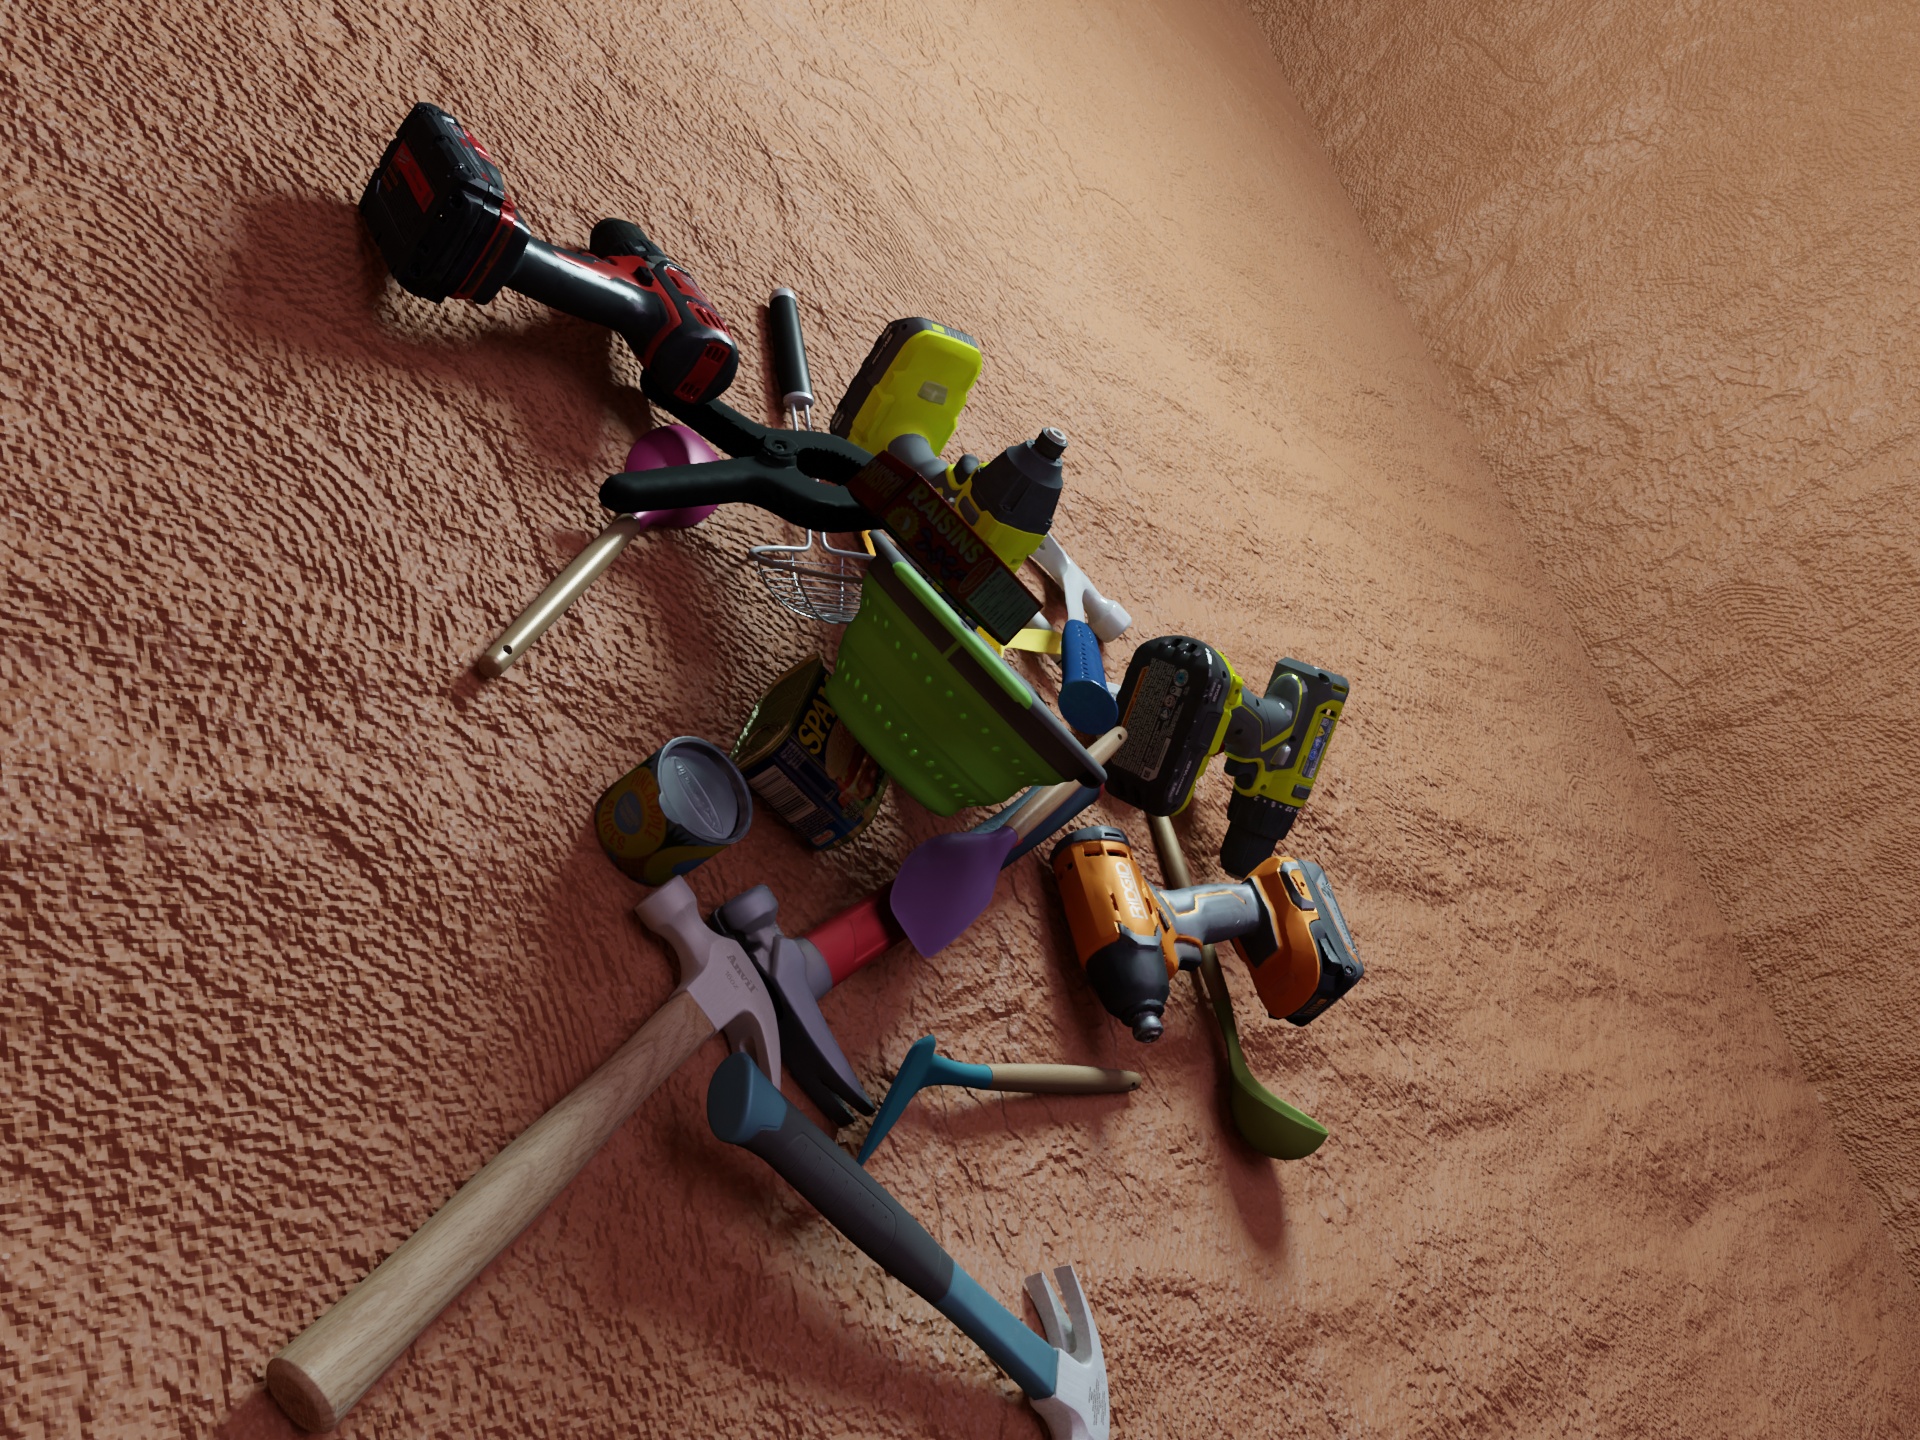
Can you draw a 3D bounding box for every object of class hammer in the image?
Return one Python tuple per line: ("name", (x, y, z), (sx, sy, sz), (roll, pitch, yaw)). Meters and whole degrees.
("hammer", (-0.184, 0.198, 0.738), (0.130, 0.031, 0.331), (54, 32, -4))
("hammer", (0.001, 0.114, 1.033), (0.386, 0.038, 0.143), (-27, 86, -54))
("hammer", (-0.019, 0.291, 0.846), (0.330, 0.033, 0.128), (50, 30, -26))
("hammer", (0.086, -0.074, 1.231), (0.144, 0.035, 0.406), (46, 14, -11))

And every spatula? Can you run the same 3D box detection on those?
("spatula", (0.042, 0.065, 1.068), (0.060, 0.018, 0.316), (58, 37, -3))
("spatula", (0.036, 0.231, 0.995), (0.044, 0.082, 0.317), (30, 8, 38))

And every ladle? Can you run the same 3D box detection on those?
("ladle", (0.209, 0.194, 1.259), (0.078, 0.062, 0.320), (30, 37, -50))

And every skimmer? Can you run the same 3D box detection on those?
("skimmer", (-0.103, -0.210, 1.155), (0.127, 0.090, 0.364), (3, 53, -21))

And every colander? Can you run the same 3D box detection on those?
("colander", (-0.002, -0.003, 1.033), (0.204, 0.094, 0.397), (47, 3, 9))

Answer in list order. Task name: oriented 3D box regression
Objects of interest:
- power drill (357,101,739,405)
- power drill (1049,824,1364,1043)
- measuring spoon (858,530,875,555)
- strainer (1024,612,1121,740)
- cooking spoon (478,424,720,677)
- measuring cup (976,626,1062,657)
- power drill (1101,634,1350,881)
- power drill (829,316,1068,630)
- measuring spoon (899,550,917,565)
("power drill", (-0.260, -0.301, 1.020), (0.226, 0.080, 0.188), (17, 30, -47))
("power drill", (0.183, 0.167, 1.173), (0.226, 0.084, 0.164), (10, 46, -28))
("measuring spoon", (-0.072, -0.136, 1.213), (0.021, 0.011, 0.117), (11, 50, -47))
("strainer", (0.093, -0.043, 1.326), (0.258, 0.050, 0.087), (48, 28, -4))
("cooking spoon", (-0.215, -0.111, 0.983), (0.068, 0.017, 0.319), (46, 33, -15))
("measuring cup", (0.035, -0.057, 1.257), (0.156, 0.029, 0.062), (1, 61, -49))
("power drill", (0.213, 0.031, 1.282), (0.080, 0.190, 0.228), (25, 8, 42))
("power drill", (-0.007, -0.189, 1.164), (0.080, 0.171, 0.223), (11, 37, -37))
("measuring spoon", (-0.019, -0.121, 1.260), (0.124, 0.018, 0.034), (14, 52, -47))
